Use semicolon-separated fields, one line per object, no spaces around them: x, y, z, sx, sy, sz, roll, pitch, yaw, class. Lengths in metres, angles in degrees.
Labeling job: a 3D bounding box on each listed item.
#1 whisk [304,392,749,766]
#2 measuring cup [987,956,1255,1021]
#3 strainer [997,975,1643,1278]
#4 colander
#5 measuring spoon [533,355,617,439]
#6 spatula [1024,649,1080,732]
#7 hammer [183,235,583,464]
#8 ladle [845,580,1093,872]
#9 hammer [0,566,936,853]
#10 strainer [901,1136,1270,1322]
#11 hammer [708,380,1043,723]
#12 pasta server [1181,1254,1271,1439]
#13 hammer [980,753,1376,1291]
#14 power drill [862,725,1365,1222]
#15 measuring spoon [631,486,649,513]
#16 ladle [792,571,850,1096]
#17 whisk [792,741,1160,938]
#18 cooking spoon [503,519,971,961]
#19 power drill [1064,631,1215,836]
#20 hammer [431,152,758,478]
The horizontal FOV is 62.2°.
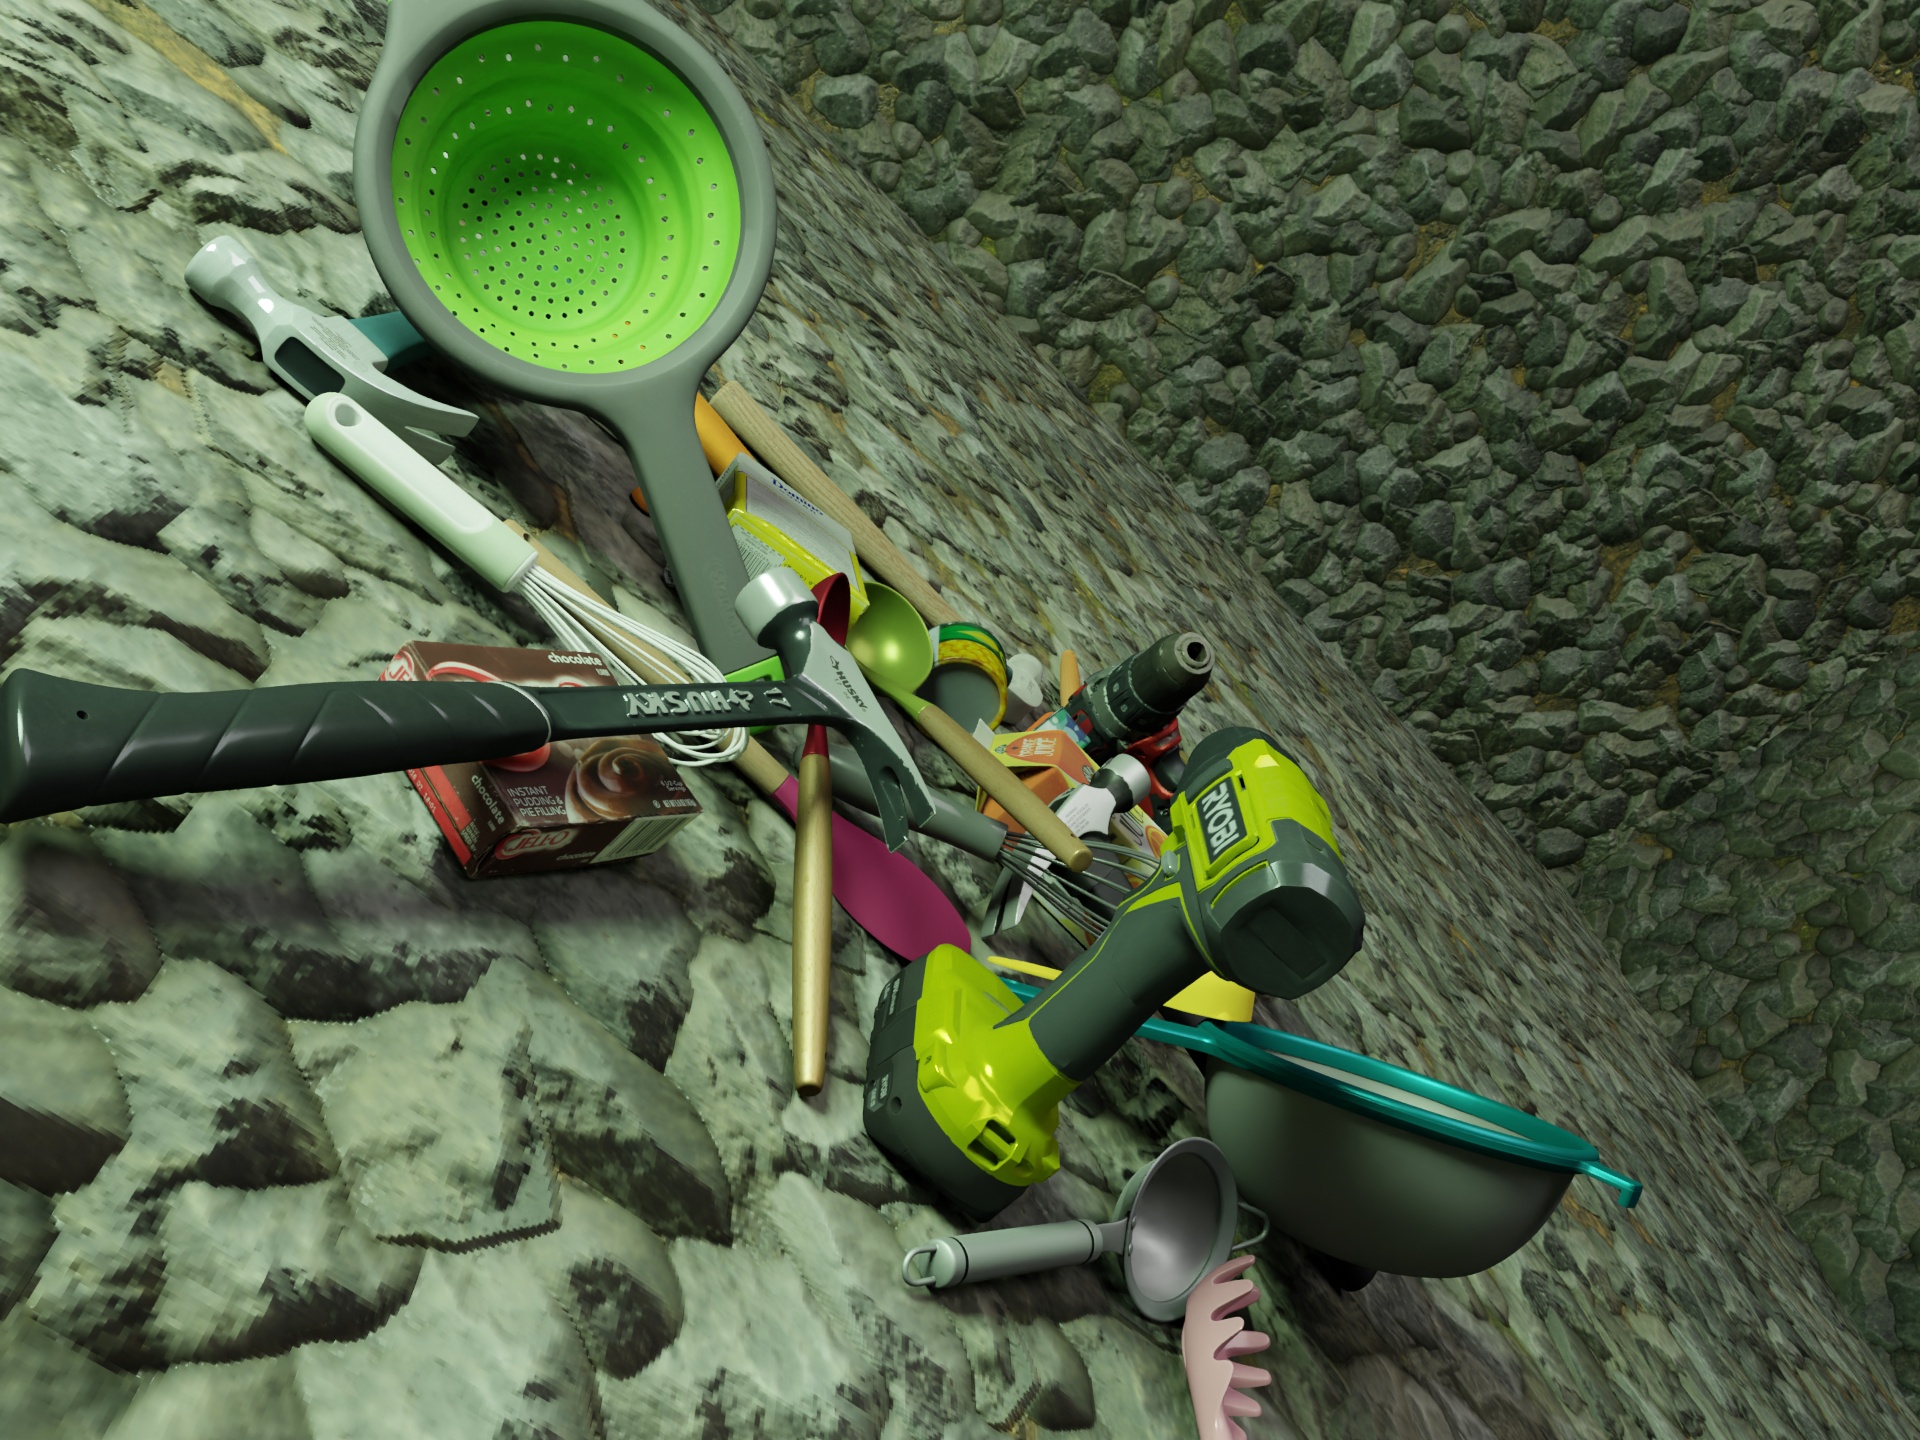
-0.194;-0.063;0.725;0.246;0.059;0.058;40;47;-11;whisk
0.089;0.134;0.859;0.156;0.029;0.062;15;-3;-18;measuring cup
0.154;0.215;0.829;0.340;0.095;0.211;16;-2;-6;strainer
-0.178;-0.181;0.825;0.094;0.204;0.397;5;-65;65;colander
-0.222;-0.195;0.977;0.124;0.018;0.034;41;19;-19;measuring spoon
0.083;-0.007;1.292;0.081;0.041;0.323;44;14;-9;spatula
-0.276;-0.218;0.862;0.128;0.033;0.331;45;20;-10;hammer
-0.001;-0.003;0.893;0.078;0.062;0.320;22;11;-32;ladle
-0.148;0.002;0.586;0.149;0.036;0.408;54;26;17;hammer
0.056;0.229;0.706;0.050;0.087;0.258;4;-7;39;strainer
-0.061;-0.123;1.181;0.331;0.031;0.130;45;18;-8;hammer
0.116;0.337;0.624;0.316;0.040;0.060;-84;162;-65;pasta server
0.142;0.191;0.927;0.146;0.035;0.335;-37;95;-37;hammer
0.065;0.100;0.692;0.080;0.223;0.171;43;18;-16;power drill
-0.157;-0.120;0.979;0.116;0.011;0.021;24;30;-52;measuring spoon
-0.068;0.040;0.756;0.316;0.031;0.069;-94;-177;-46;ladle
0.020;0.065;0.854;0.239;0.055;0.055;24;20;-2;whisk
-0.109;0.015;0.795;0.318;0.017;0.069;43;29;-10;cooking spoon
0.162;0.055;1.087;0.080;0.188;0.227;-31;83;-30;power drill
-0.221;-0.251;1.073;0.337;0.034;0.127;49;19;2;hammer
